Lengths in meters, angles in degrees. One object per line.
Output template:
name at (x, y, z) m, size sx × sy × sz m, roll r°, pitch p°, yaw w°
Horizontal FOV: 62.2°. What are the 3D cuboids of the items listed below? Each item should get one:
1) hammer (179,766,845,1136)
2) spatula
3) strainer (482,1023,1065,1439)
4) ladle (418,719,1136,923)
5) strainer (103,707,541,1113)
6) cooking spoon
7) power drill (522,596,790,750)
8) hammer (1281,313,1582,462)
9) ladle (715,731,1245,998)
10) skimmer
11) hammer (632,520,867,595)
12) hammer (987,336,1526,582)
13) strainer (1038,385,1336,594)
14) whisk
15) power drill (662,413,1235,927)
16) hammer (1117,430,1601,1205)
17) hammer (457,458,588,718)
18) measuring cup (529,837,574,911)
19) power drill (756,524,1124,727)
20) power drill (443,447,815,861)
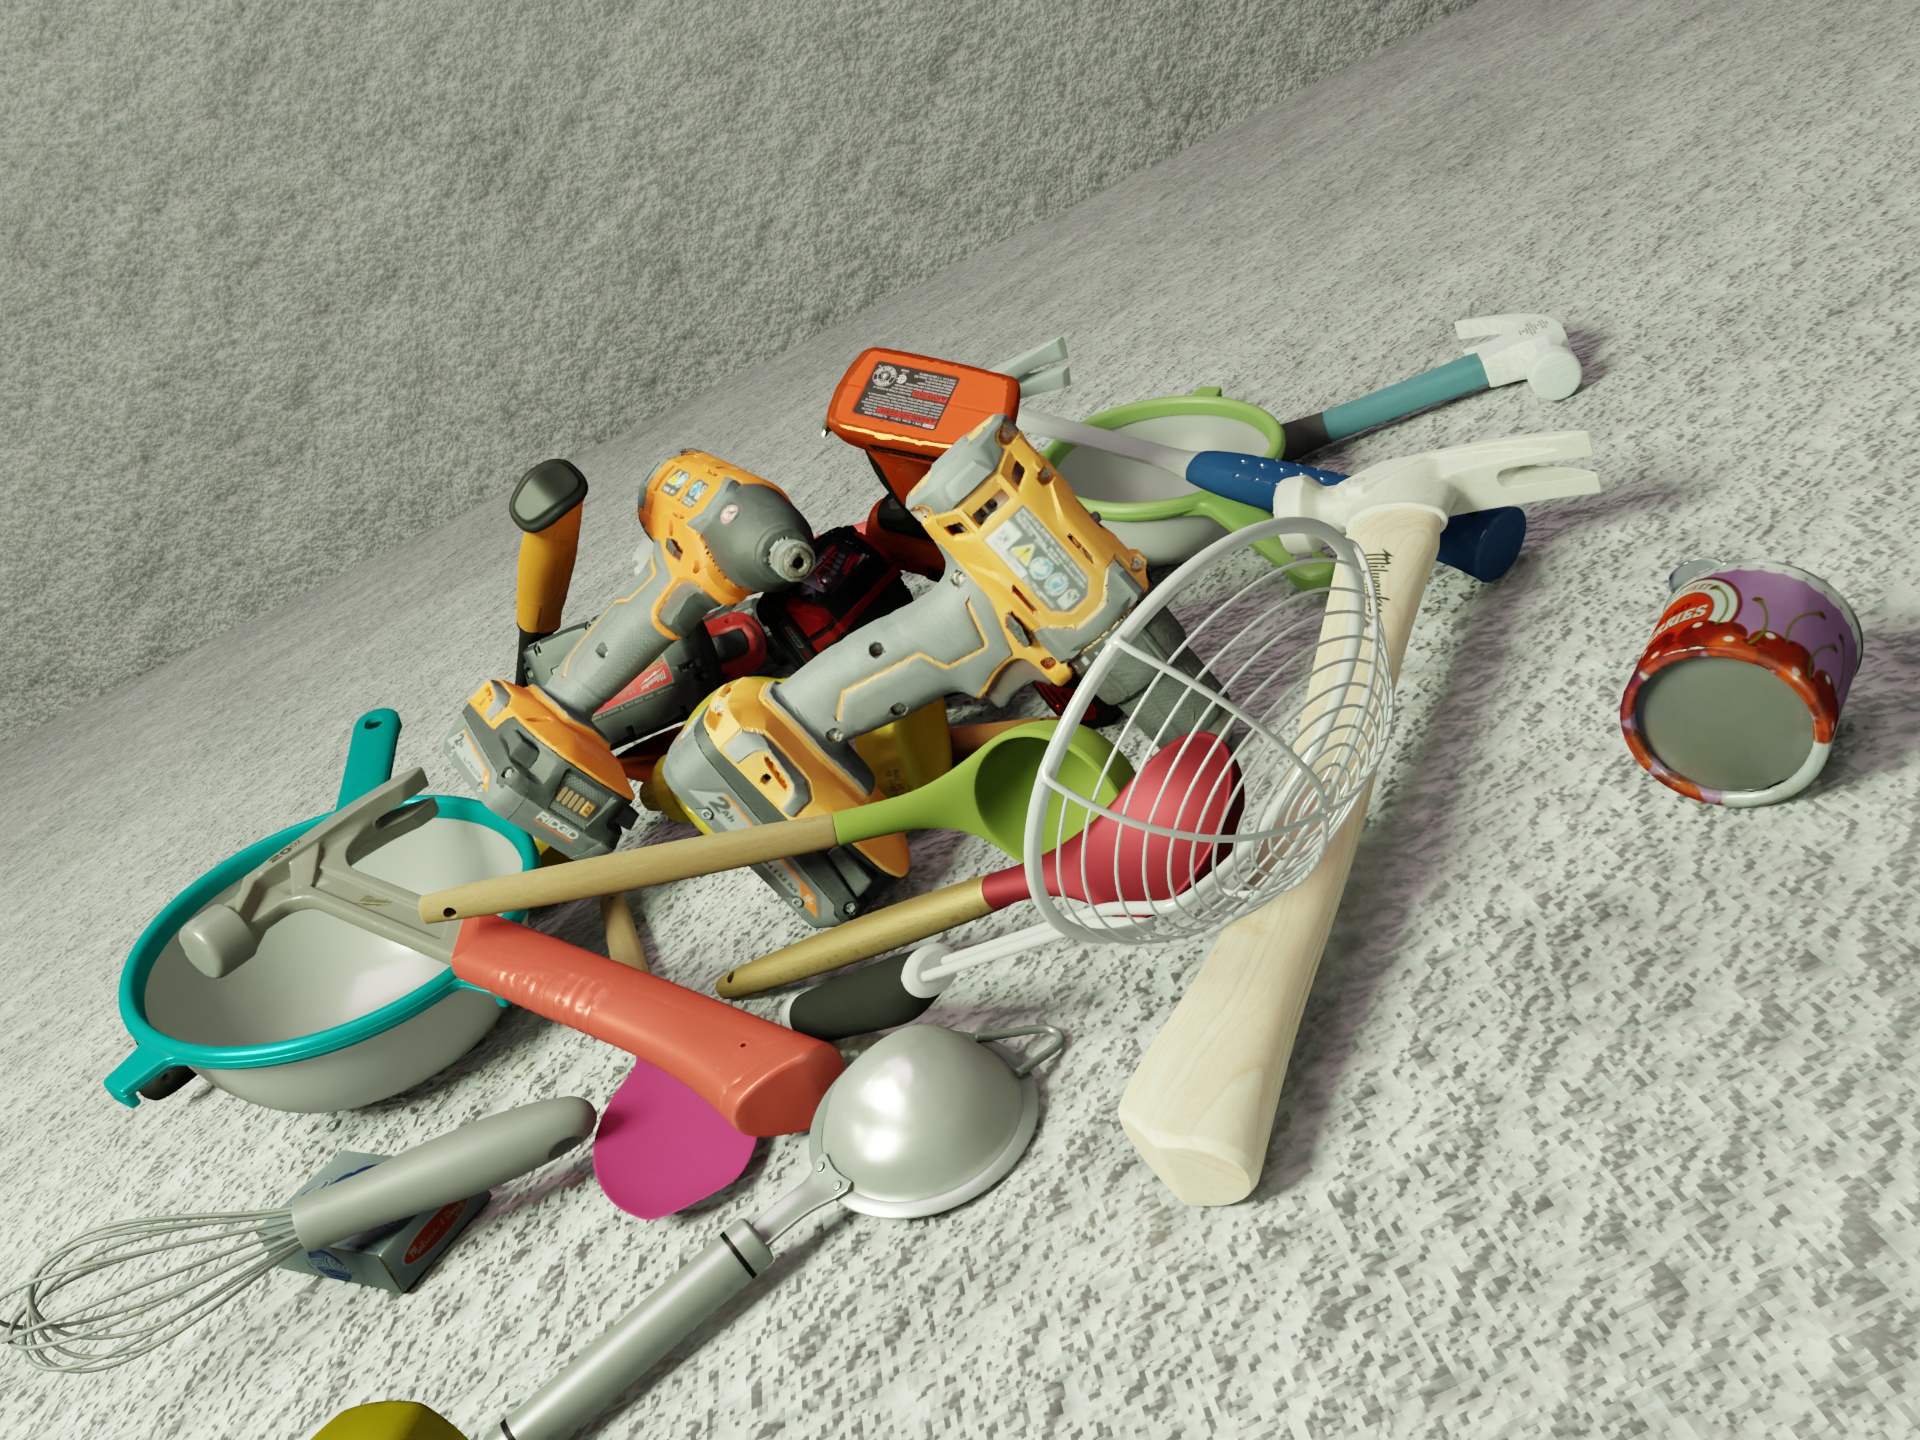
hammer at (-0.193, 0.104, 0.719) m, size 0.359 × 0.036 × 0.149 m, roll 12°, pitch 38°, yaw 34°
spatula at (-0.072, 0.014, 0.911) m, size 0.323 × 0.041 × 0.081 m, roll -9°, pitch 15°, yaw 38°
strainer at (-0.067, 0.176, 0.548) m, size 0.258 × 0.050 × 0.087 m, roll -38°, pitch 37°, yaw -18°
ladle at (-0.080, 0.058, 0.686) m, size 0.320 × 0.078 × 0.062 m, roll -11°, pitch 28°, yaw 2°
strainer at (-0.327, 0.105, 0.886) m, size 0.211 × 0.095 × 0.341 m, roll -15°, pitch 30°, yaw -7°
cooking spoon at (-0.147, 0.141, 0.743) m, size 0.069 × 0.017 × 0.319 m, roll -24°, pitch 21°, yaw -10°
power drill at (-0.165, -0.047, 1.060) m, size 0.188 × 0.080 × 0.227 m, roll -21°, pitch 3°, yaw 14°
hammer at (0.226, -0.186, 1.035) m, size 0.331 × 0.033 × 0.128 m, roll -19°, pitch 24°, yaw 21°
ladle at (-0.005, 0.076, 0.641) m, size 0.315 × 0.031 × 0.069 m, roll -25°, pitch 43°, yaw 42°
skimmer at (0.006, 0.046, 0.530) m, size 0.127 × 0.090 × 0.363 m, roll -24°, pitch -5°, yaw -34°
hammer at (-0.034, -0.133, 1.167) m, size 0.386 × 0.143 × 0.038 m, roll -16°, pitch 63°, yaw 2°
hammer at (0.132, -0.150, 0.904) m, size 0.144 × 0.035 × 0.406 m, roll -35°, pitch 39°, yaw -28°
strainer at (0.147, -0.115, 0.943) m, size 0.151 × 0.069 × 0.257 m, roll -22°, pitch 36°, yaw -12°
whisk at (-0.261, 0.198, 0.634) m, size 0.239 × 0.055 × 0.055 m, roll -20°, pitch 20°, yaw -9°
power drill at (-0.001, -0.002, 0.742) m, size 0.226 × 0.185 × 0.084 m, roll -42°, pitch 11°, yaw 11°
hammer at (0.155, 0.009, 0.616) m, size 0.146 × 0.038 × 0.411 m, roll -7°, pitch 35°, yaw 32°
hammer at (-0.257, -0.075, 0.998) m, size 0.127 × 0.034 × 0.336 m, roll -40°, pitch -4°, yaw -25°
measuring cup at (-0.290, 0.109, 0.989) m, size 0.156 × 0.029 × 0.062 m, roll -25°, pitch 18°, yaw 39°
power drill at (-0.007, -0.060, 0.872) m, size 0.220 × 0.143 × 0.078 m, roll -4°, pitch 39°, yaw 50°
power drill at (-0.170, -0.039, 0.862) m, size 0.226 × 0.084 × 0.164 m, roll -54°, pitch 36°, yaw -4°
